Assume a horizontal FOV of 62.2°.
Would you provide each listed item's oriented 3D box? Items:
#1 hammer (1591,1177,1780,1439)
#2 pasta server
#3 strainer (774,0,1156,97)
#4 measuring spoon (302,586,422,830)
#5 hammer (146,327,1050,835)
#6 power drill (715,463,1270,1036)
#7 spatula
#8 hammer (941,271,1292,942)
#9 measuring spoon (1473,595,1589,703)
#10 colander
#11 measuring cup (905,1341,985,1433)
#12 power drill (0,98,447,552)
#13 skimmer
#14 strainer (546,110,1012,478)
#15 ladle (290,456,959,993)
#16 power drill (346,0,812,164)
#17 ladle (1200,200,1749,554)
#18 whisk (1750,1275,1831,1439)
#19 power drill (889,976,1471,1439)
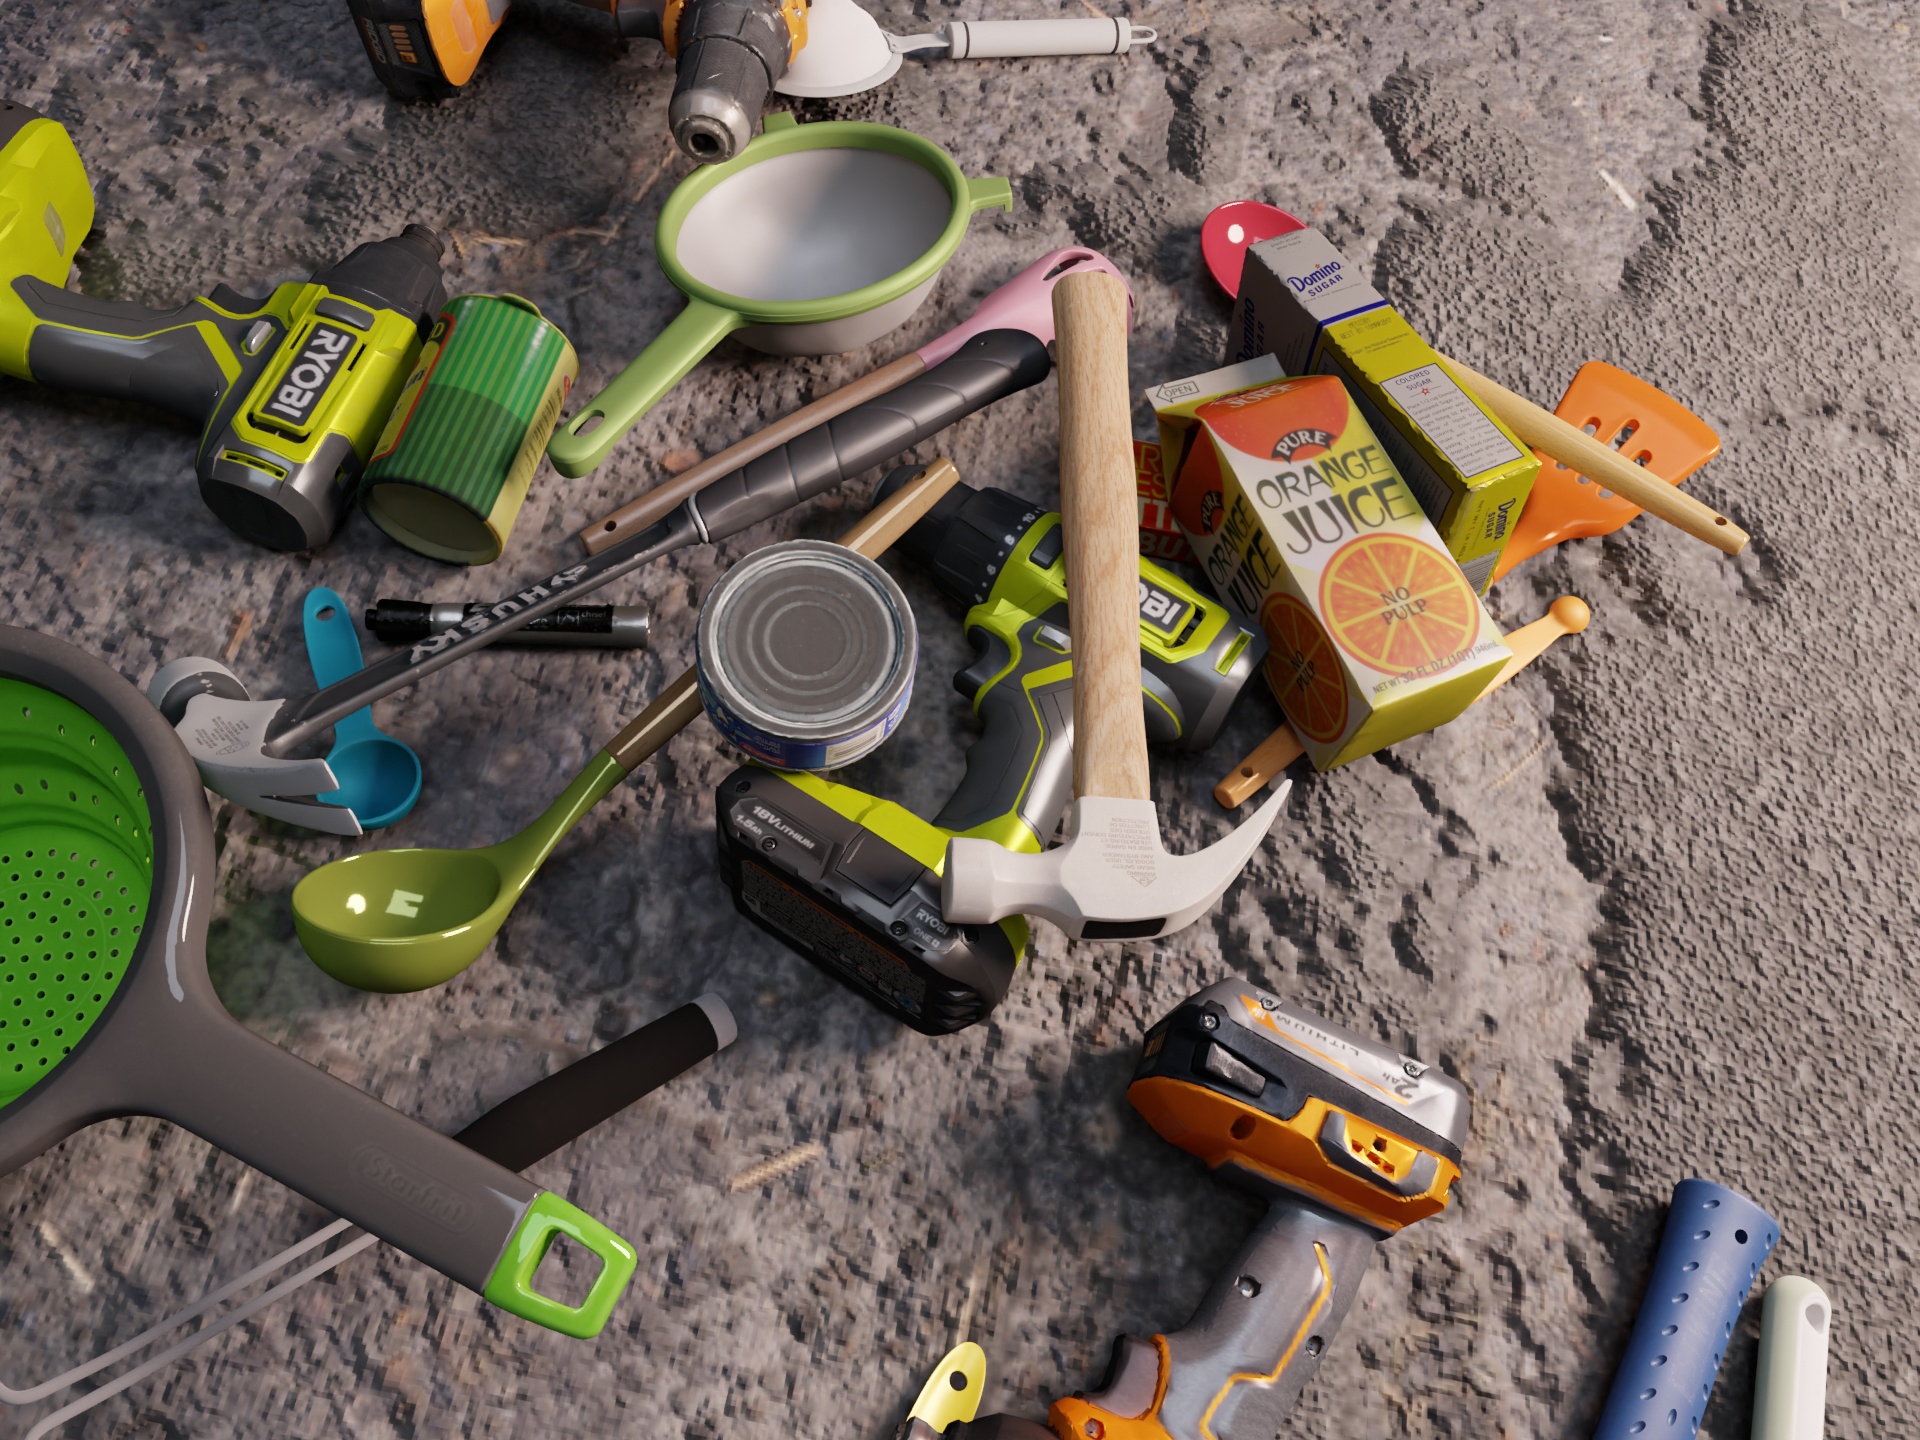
[{"bbox_3d":[0.202,0.343,0.556,0.144,0.035,0.406,31,64,7],"label":"hammer"},{"bbox_3d":[-0.042,-0.156,0.775,0.316,0.040,0.060,-32,72,-17],"label":"pasta server"},{"bbox_3d":[-0.010,-0.380,0.883,0.258,0.050,0.087,-9,51,-16],"label":"strainer"},{"bbox_3d":[-0.258,-0.004,0.676,0.042,0.021,0.129,-18,59,-15],"label":"measuring spoon"},{"bbox_3d":[-0.123,-0.077,0.666,0.409,0.036,0.149,-32,35,-25],"label":"hammer"},{"bbox_3d":[-0.001,-0.002,0.676,0.190,0.080,0.228,31,62,13],"label":"power drill"},{"bbox_3d":[0.235,-0.062,0.758,0.322,0.041,0.081,-38,65,-21],"label":"spatula"},{"bbox_3d":[0.061,-0.063,0.660,0.130,0.031,0.332,5,57,-6],"label":"hammer"},{"bbox_3d":[0.260,-0.031,0.762,0.117,0.011,0.021,-30,71,-20],"label":"measuring spoon"},{"bbox_3d":[-0.285,0.109,0.556,0.397,0.094,0.204,25,70,9],"label":"colander"},{"bbox_3d":[-0.031,0.292,0.559,0.062,0.029,0.157,31,52,5],"label":"measuring cup"},{"bbox_3d":[-0.357,-0.186,0.717,0.223,0.080,0.171,20,63,-2],"label":"power drill"},{"bbox_3d":[-0.240,0.206,0.564,0.363,0.090,0.127,-28,66,-30],"label":"skimmer"},{"bbox_3d":[-0.096,-0.183,0.748,0.151,0.069,0.256,25,61,24],"label":"strainer"},{"bbox_3d":[-0.125,-0.010,0.637,0.320,0.062,0.078,-43,38,-12],"label":"ladle"},{"bbox_3d":[-0.189,-0.358,0.803,0.226,0.084,0.185,5,61,4],"label":"power drill"},{"bbox_3d":[0.249,-0.172,0.796,0.316,0.031,0.069,38,67,22],"label":"ladle"},{"bbox_3d":[0.296,0.320,0.576,0.057,0.059,0.246,34,57,-16],"label":"whisk"},{"bbox_3d":[0.082,0.214,0.576,0.164,0.084,0.227,25,67,1],"label":"power drill"}]
